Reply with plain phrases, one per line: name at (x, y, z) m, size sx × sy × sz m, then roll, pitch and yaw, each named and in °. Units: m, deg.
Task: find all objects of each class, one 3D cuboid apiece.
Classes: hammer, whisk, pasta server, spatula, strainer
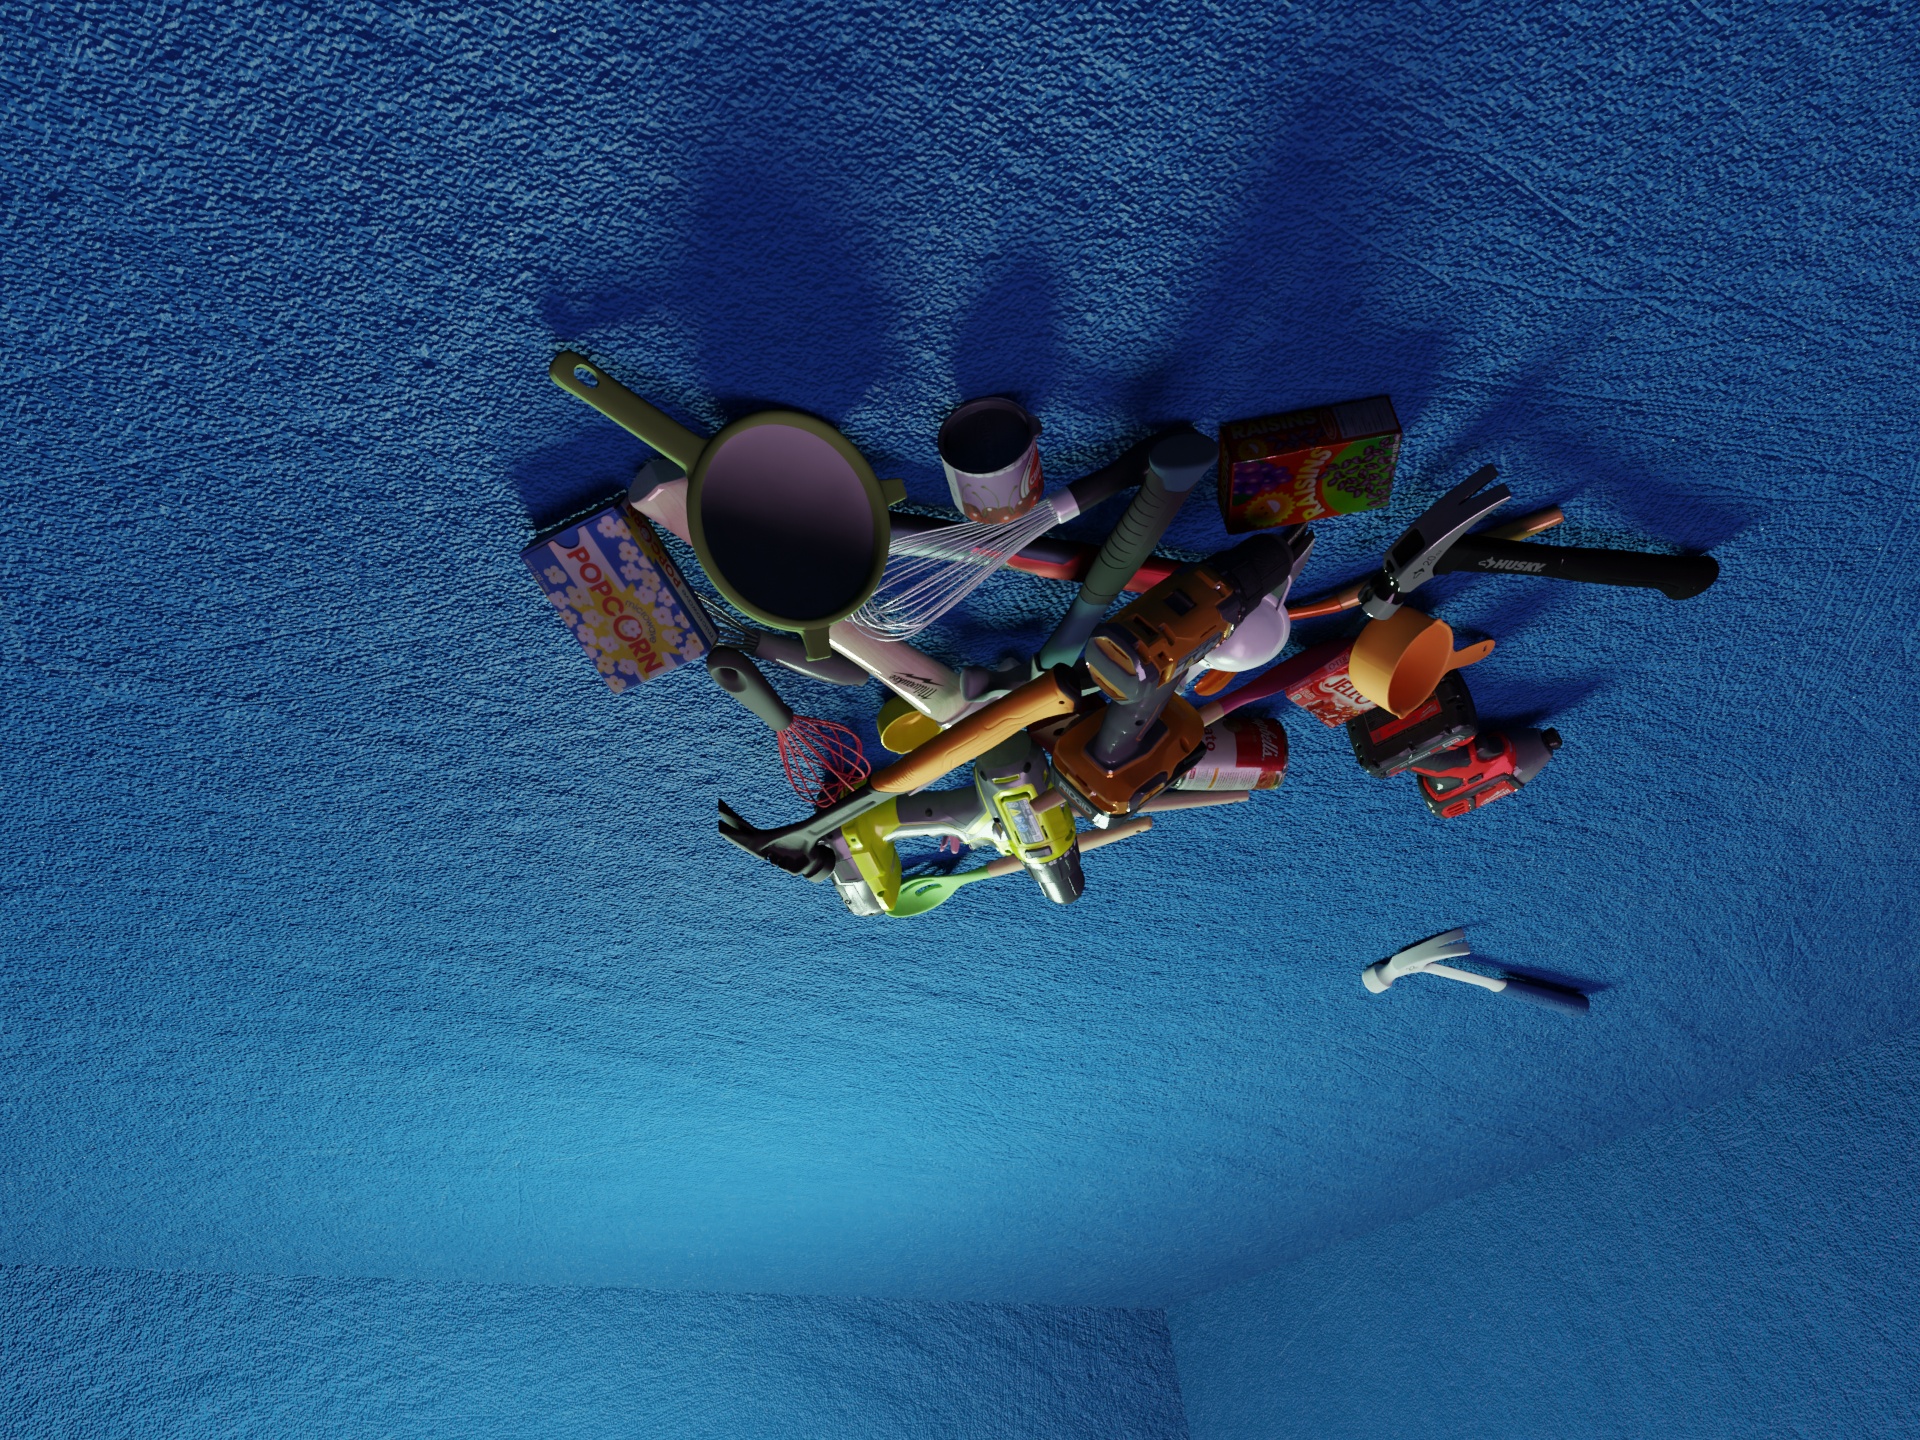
hammer at (-0.105, -0.070, 1.226) m, size 0.146 × 0.038 × 0.410 m, roll -42°, pitch 136°, yaw 12°
hammer at (-0.045, 0.038, 1.299) m, size 0.337 × 0.034 × 0.127 m, roll -30°, pitch 137°, yaw 29°
whisk at (0.044, -0.138, 1.125) m, size 0.284 × 0.070 × 0.070 m, roll -28°, pitch 147°, yaw -1°
whisk at (-0.142, 0.005, 1.312) m, size 0.073 × 0.073 × 0.295 m, roll -15°, pitch 155°, yaw 10°
pasta server at (0.134, 0.093, 1.573) m, size 0.316 × 0.040 × 0.060 m, roll -5°, pitch 165°, yaw -9°
hammer at (0.080, -0.132, 1.203) m, size 0.386 × 0.038 × 0.143 m, roll 7°, pitch 143°, yaw -24°
hammer at (0.719, 0.350, 2.126) m, size 0.405 × 0.035 × 0.144 m, roll 18°, pitch 139°, yaw -36°
spatula at (0.341, -0.099, 1.317) m, size 0.322 × 0.041 × 0.081 m, roll -22°, pitch 169°, yaw 17°
whisk at (-0.165, -0.061, 1.251) m, size 0.238 × 0.055 × 0.055 m, roll 17°, pitch 140°, yaw -42°
strainer at (0.181, -0.031, 1.303) m, size 0.086 × 0.050 × 0.258 m, roll 29°, pitch 133°, yaw -20°
hammer at (0.104, -0.100, 1.167) m, size 0.128 × 0.033 × 0.330 m, roll -1°, pitch 153°, yaw -18°
hammer at (0.489, -0.131, 1.280) m, size 0.334 × 0.035 × 0.146 m, roll 2°, pitch 143°, yaw -27°
strainer at (-0.167, -0.156, 1.057) m, size 0.256 × 0.151 × 0.069 m, roll 33°, pitch 156°, yaw -24°

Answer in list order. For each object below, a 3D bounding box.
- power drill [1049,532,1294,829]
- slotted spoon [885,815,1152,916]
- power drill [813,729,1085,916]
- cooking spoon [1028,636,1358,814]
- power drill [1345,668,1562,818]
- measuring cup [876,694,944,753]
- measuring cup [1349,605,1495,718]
power drill at (0.160, -0.035, 1.197) m, size 0.185 × 0.084 × 0.226 m, roll -35°, pitch 156°, yaw -27°
slotted spoon at (0.054, 0.145, 1.617) m, size 0.314 × 0.031 × 0.070 m, roll -20°, pitch 148°, yaw 27°
power drill at (-0.004, 0.111, 1.471) m, size 0.228 × 0.080 × 0.190 m, roll -12°, pitch 128°, yaw 16°
cooking spoon at (0.199, 0.001, 1.355) m, size 0.319 × 0.017 × 0.069 m, roll -28°, pitch -172°, yaw -8°
power drill at (0.474, 0.023, 1.514) m, size 0.143 × 0.079 × 0.219 m, roll -30°, pitch 145°, yaw 30°
measuring cup at (-0.002, -0.004, 1.405) m, size 0.156 × 0.029 × 0.062 m, roll -5°, pitch 143°, yaw -29°
measuring cup at (0.403, -0.062, 1.386) m, size 0.173 × 0.052 × 0.095 m, roll -14°, pitch 127°, yaw -42°
